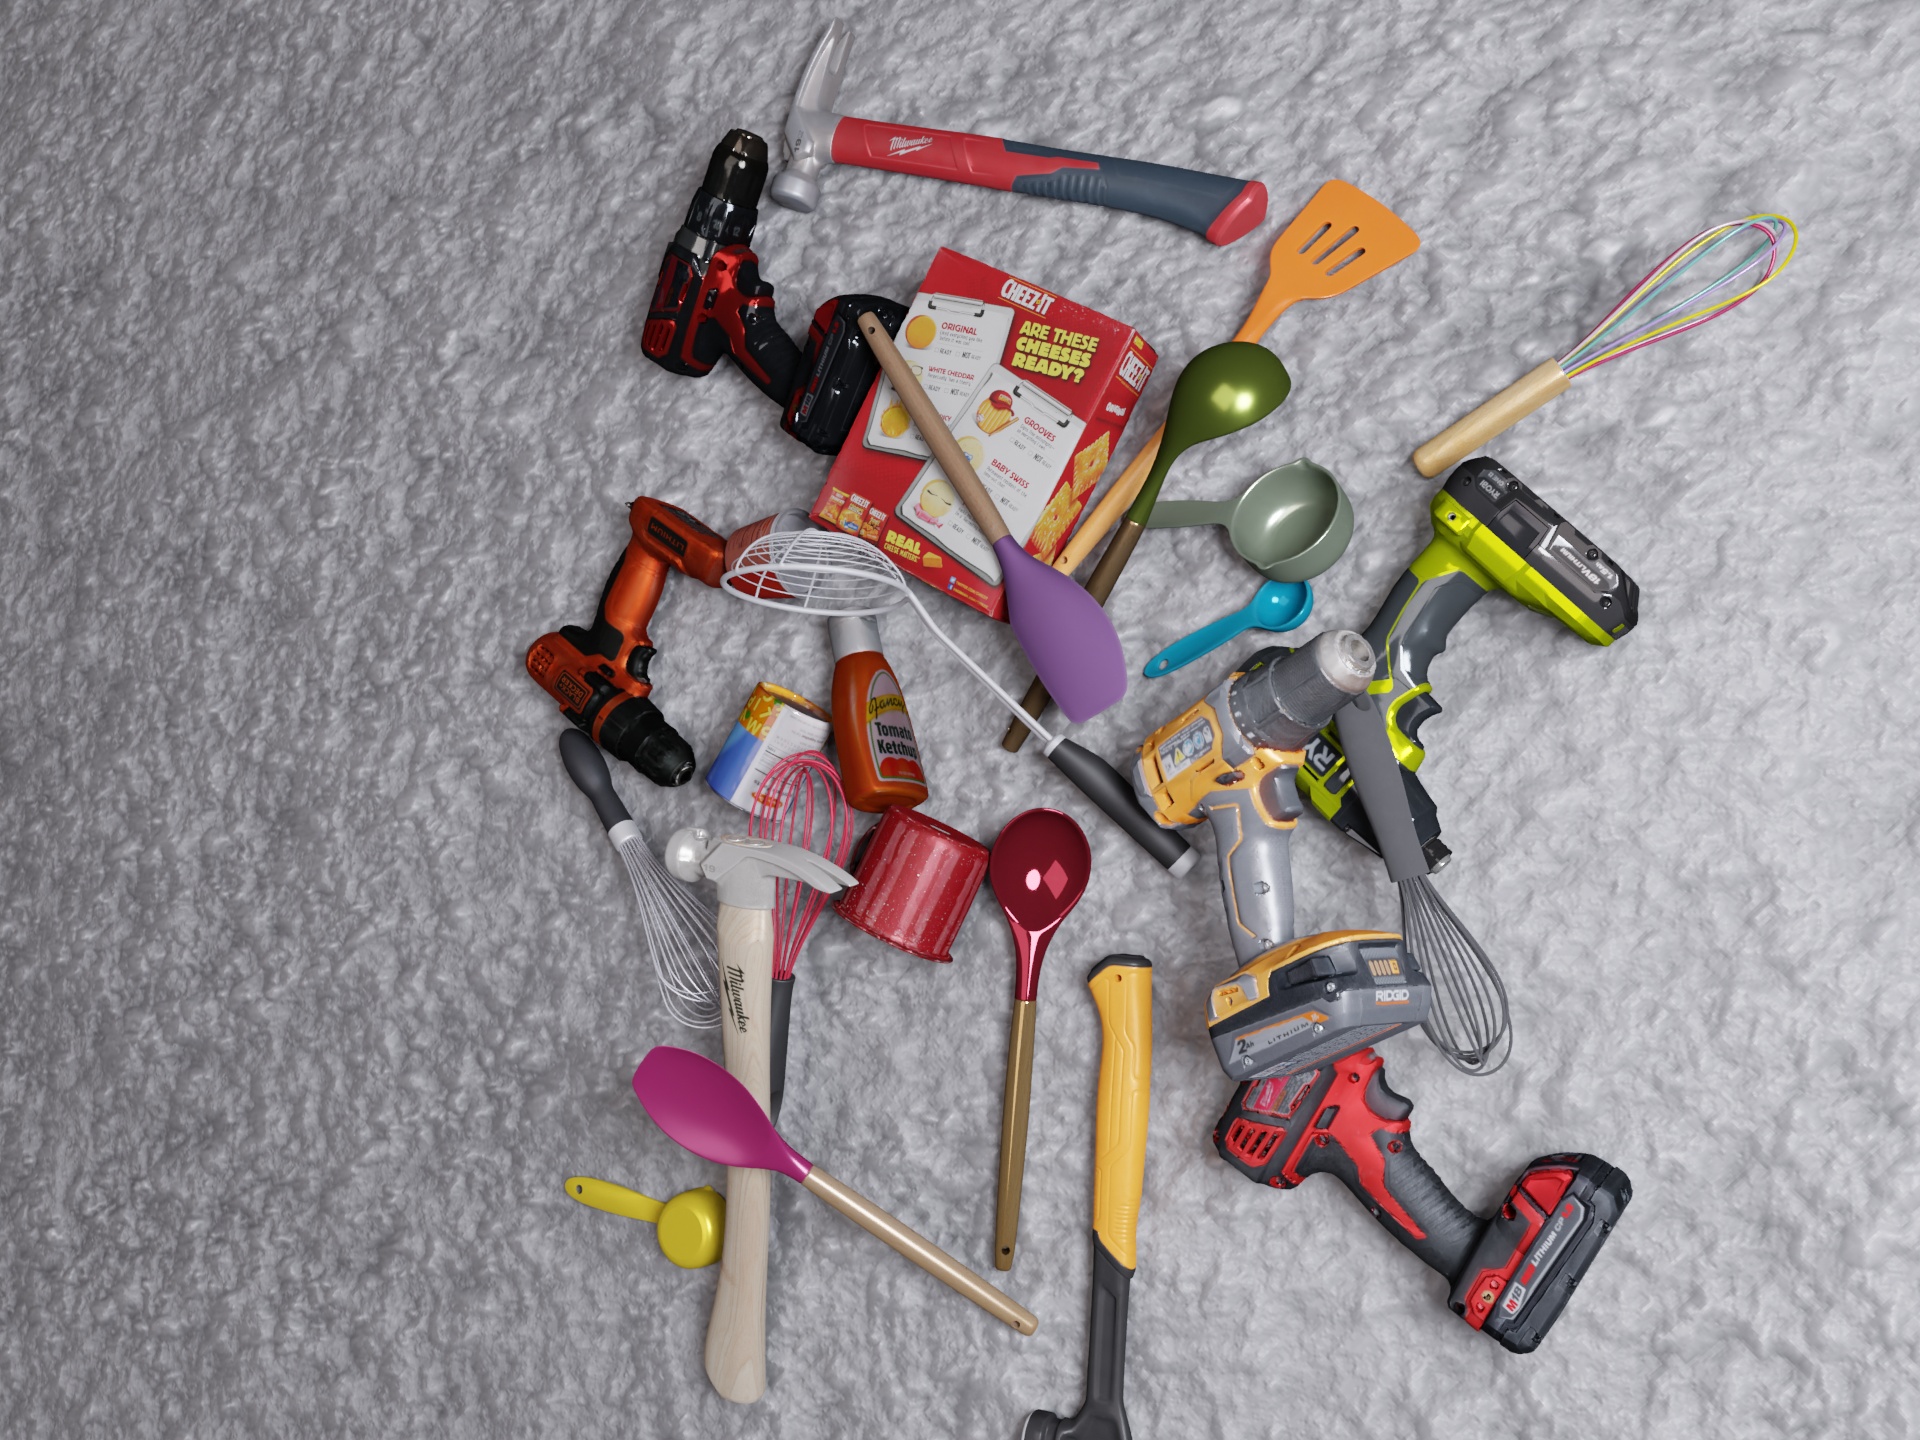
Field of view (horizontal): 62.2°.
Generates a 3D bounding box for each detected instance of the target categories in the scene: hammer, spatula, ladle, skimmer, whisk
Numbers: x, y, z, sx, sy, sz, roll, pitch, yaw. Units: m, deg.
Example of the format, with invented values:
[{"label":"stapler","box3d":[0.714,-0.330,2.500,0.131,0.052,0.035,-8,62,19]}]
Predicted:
[{"label":"hammer","box3d":[0.040,-0.413,1.142,0.386,0.038,0.143,19,91,26]},{"label":"spatula","box3d":[0.168,-0.218,1.065,0.081,0.041,0.322,46,107,23]},{"label":"hammer","box3d":[0.108,0.322,1.034,0.127,0.034,0.337,0,85,27]},{"label":"hammer","box3d":[-0.141,0.284,1.107,0.146,0.038,0.410,9,102,33]},{"label":"ladle","box3d":[0.114,-0.106,1.054,0.320,0.062,0.078,-62,22,23]},{"label":"skimmer","box3d":[-0.002,-0.003,1.065,0.363,0.127,0.090,43,83,7]},{"label":"whisk","box3d":[0.263,0.088,0.920,0.055,0.055,0.239,-21,80,23]},{"label":"ladle","box3d":[0.043,0.216,1.080,0.069,0.031,0.315,5,90,0]},{"label":"whisk","box3d":[0.382,-0.221,0.954,0.245,0.051,0.047,-34,77,22]},{"label":"whisk","box3d":[-0.126,0.165,1.141,0.073,0.073,0.296,15,102,26]},{"label":"whisk","box3d":[-0.243,0.114,1.217,0.070,0.070,0.285,-43,64,16]},{"label":"spatula","box3d":[0.016,-0.142,1.056,0.060,0.018,0.316,-33,80,11]}]

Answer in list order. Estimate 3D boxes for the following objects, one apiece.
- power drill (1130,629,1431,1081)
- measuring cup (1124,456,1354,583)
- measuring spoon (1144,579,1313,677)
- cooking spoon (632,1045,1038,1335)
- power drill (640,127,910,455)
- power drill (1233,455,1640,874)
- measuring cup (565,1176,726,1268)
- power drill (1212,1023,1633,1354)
[{"label":"power drill","box3d":[0.192,0.073,0.915,0.185,0.084,0.226,-42,53,47]},{"label":"measuring cup","box3d":[0.182,-0.127,1.048,0.168,0.038,0.083,7,68,44]},{"label":"measuring spoon","box3d":[0.179,-0.055,1.051,0.128,0.021,0.042,-29,46,30]},{"label":"cooking spoon","box3d":[-0.082,0.318,1.065,0.319,0.017,0.068,35,108,0]},{"label":"power drill","box3d":[-0.133,-0.315,1.179,0.227,0.080,0.187,36,114,27]},{"label":"power drill","box3d":[0.290,-0.031,0.962,0.223,0.080,0.171,-49,66,18]},{"label":"measuring cup","box3d":[-0.243,0.372,1.202,0.156,0.029,0.062,8,88,25]},{"label":"power drill","box3d":[0.271,0.253,0.942,0.220,0.078,0.143,32,98,28]}]
